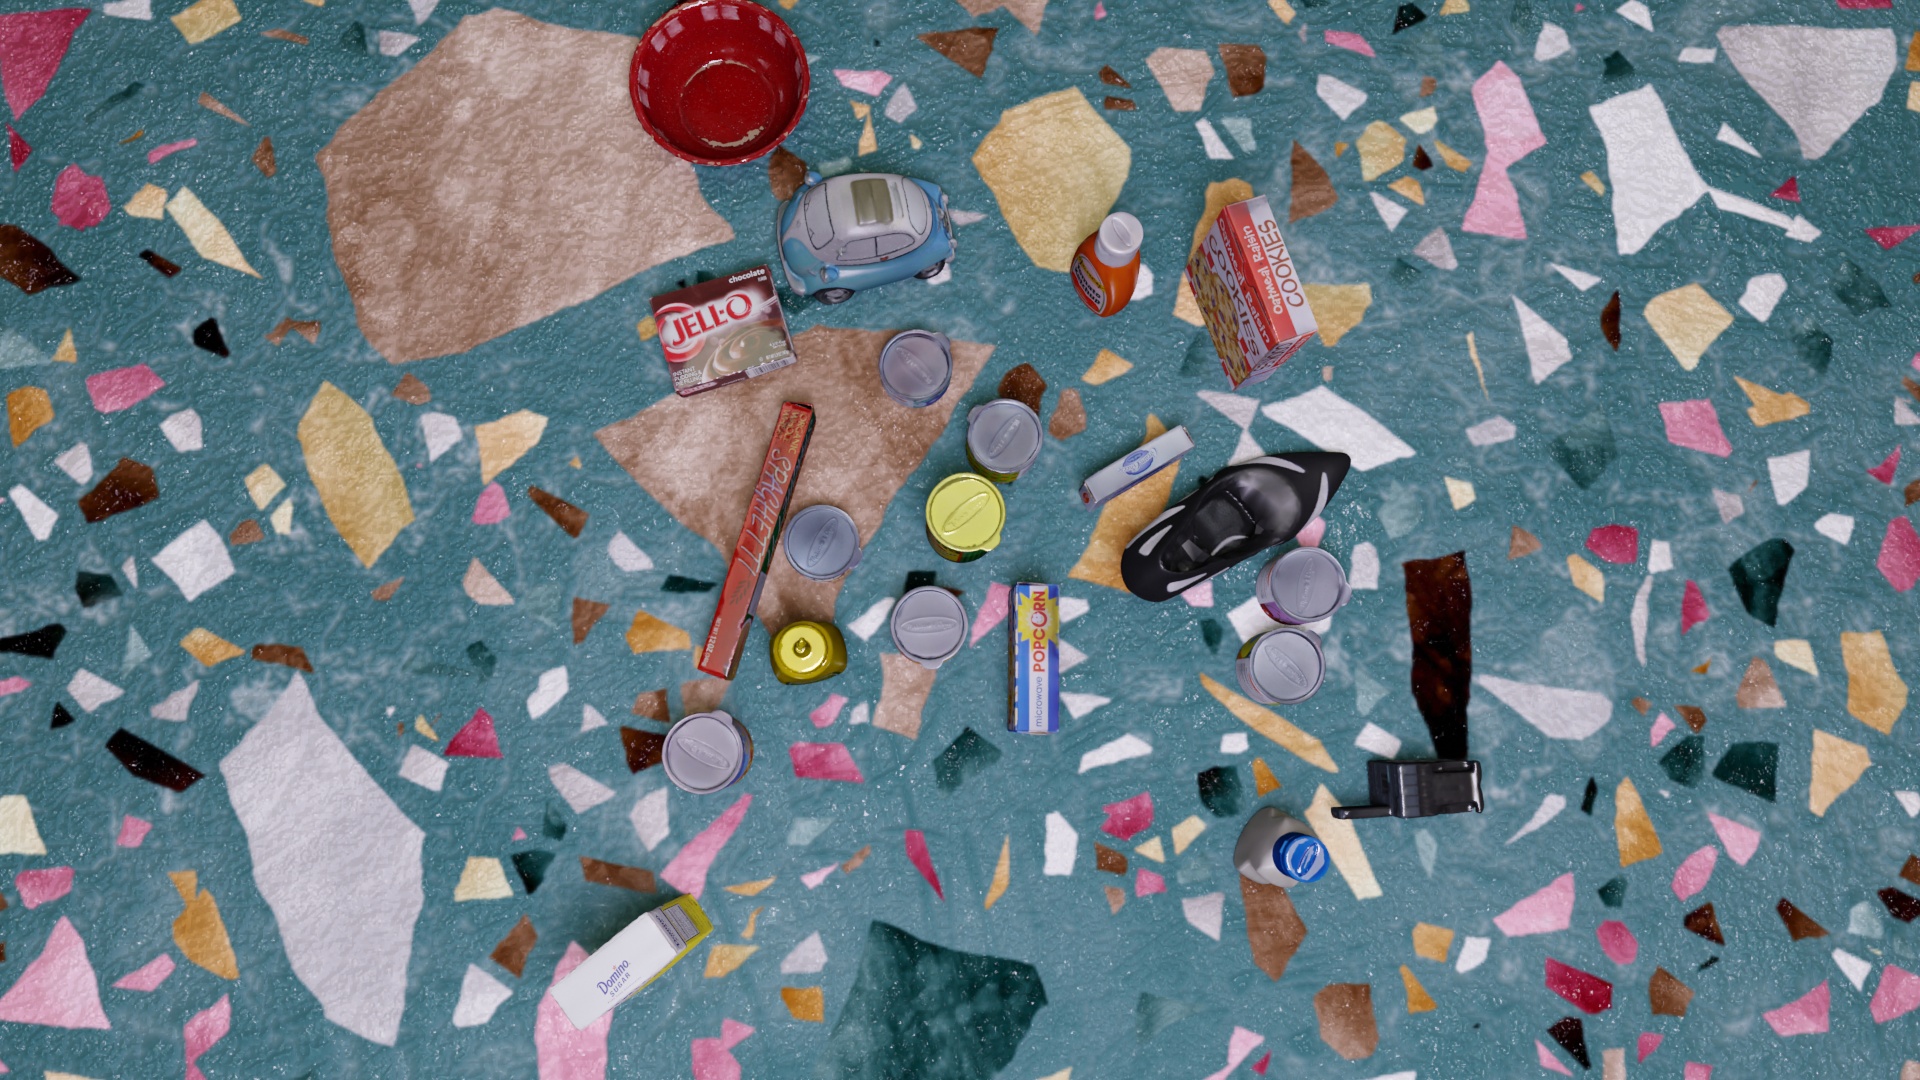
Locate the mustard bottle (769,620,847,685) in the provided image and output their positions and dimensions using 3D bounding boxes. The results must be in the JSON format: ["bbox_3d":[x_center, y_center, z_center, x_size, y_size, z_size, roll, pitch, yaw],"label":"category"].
[{"bbox_3d":[-0.129,0.093,1.148,0.065,0.160,0.049,-13,83,-4],"label":"mustard bottle"}]

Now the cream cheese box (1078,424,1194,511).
[{"bbox_3d":[0.155,-0.064,1.235,0.104,0.053,0.024,-30,85,-6],"label":"cream cheese box"}]

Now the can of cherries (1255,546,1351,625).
[{"bbox_3d":[0.301,0.042,1.223,0.071,0.058,0.071,0,82,-2],"label":"can of cherries"}]

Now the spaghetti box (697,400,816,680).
[{"bbox_3d":[-0.176,-0.001,1.215,0.029,0.050,0.250,17,82,0],"label":"spaghetti box"}]

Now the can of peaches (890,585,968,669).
[{"bbox_3d":[-0.027,0.077,1.206,0.071,0.058,0.071,0,82,-2],"label":"can of peaches"}]

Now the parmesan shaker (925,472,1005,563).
[{"bbox_3d":[0.004,-0.015,1.197,0.071,0.103,0.071,0,83,-2],"label":"parmesan shaker"}]

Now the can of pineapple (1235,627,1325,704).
[{"bbox_3d":[0.280,0.110,1.213,0.071,0.058,0.071,0,82,-2],"label":"can of pineapple"}]

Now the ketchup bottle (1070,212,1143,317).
[{"bbox_3d":[0.130,-0.244,1.211,0.043,0.148,0.065,-33,85,-6],"label":"ketchup bottle"}]

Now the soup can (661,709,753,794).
[{"bbox_3d":[-0.210,0.176,1.172,0.071,0.083,0.071,0,82,-2],"label":"soup can"}]

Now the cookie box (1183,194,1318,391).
[{"bbox_3d":[0.247,-0.209,1.201,0.040,0.167,0.123,-20,84,-4],"label":"cookie box"}]

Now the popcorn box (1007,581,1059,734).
[{"bbox_3d":[0.062,0.103,1.192,0.038,0.085,0.127,1,82,-2],"label":"popcorn box"}]

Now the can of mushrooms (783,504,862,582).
[{"bbox_3d":[-0.119,0.005,1.225,0.071,0.033,0.071,0,82,-2],"label":"can of mushrooms"}]

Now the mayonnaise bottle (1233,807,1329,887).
[{"bbox_3d":[0.266,0.257,1.146,0.041,0.148,0.065,29,83,2],"label":"mayonnaise bottle"}]

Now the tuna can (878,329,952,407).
[{"bbox_3d":[-0.038,-0.156,1.250,0.071,0.033,0.071,0,82,-2],"label":"tuna can"}]

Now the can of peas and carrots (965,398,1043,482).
[{"bbox_3d":[0.036,-0.089,1.231,0.071,0.058,0.071,0,82,-2],"label":"can of peas and carrots"}]
